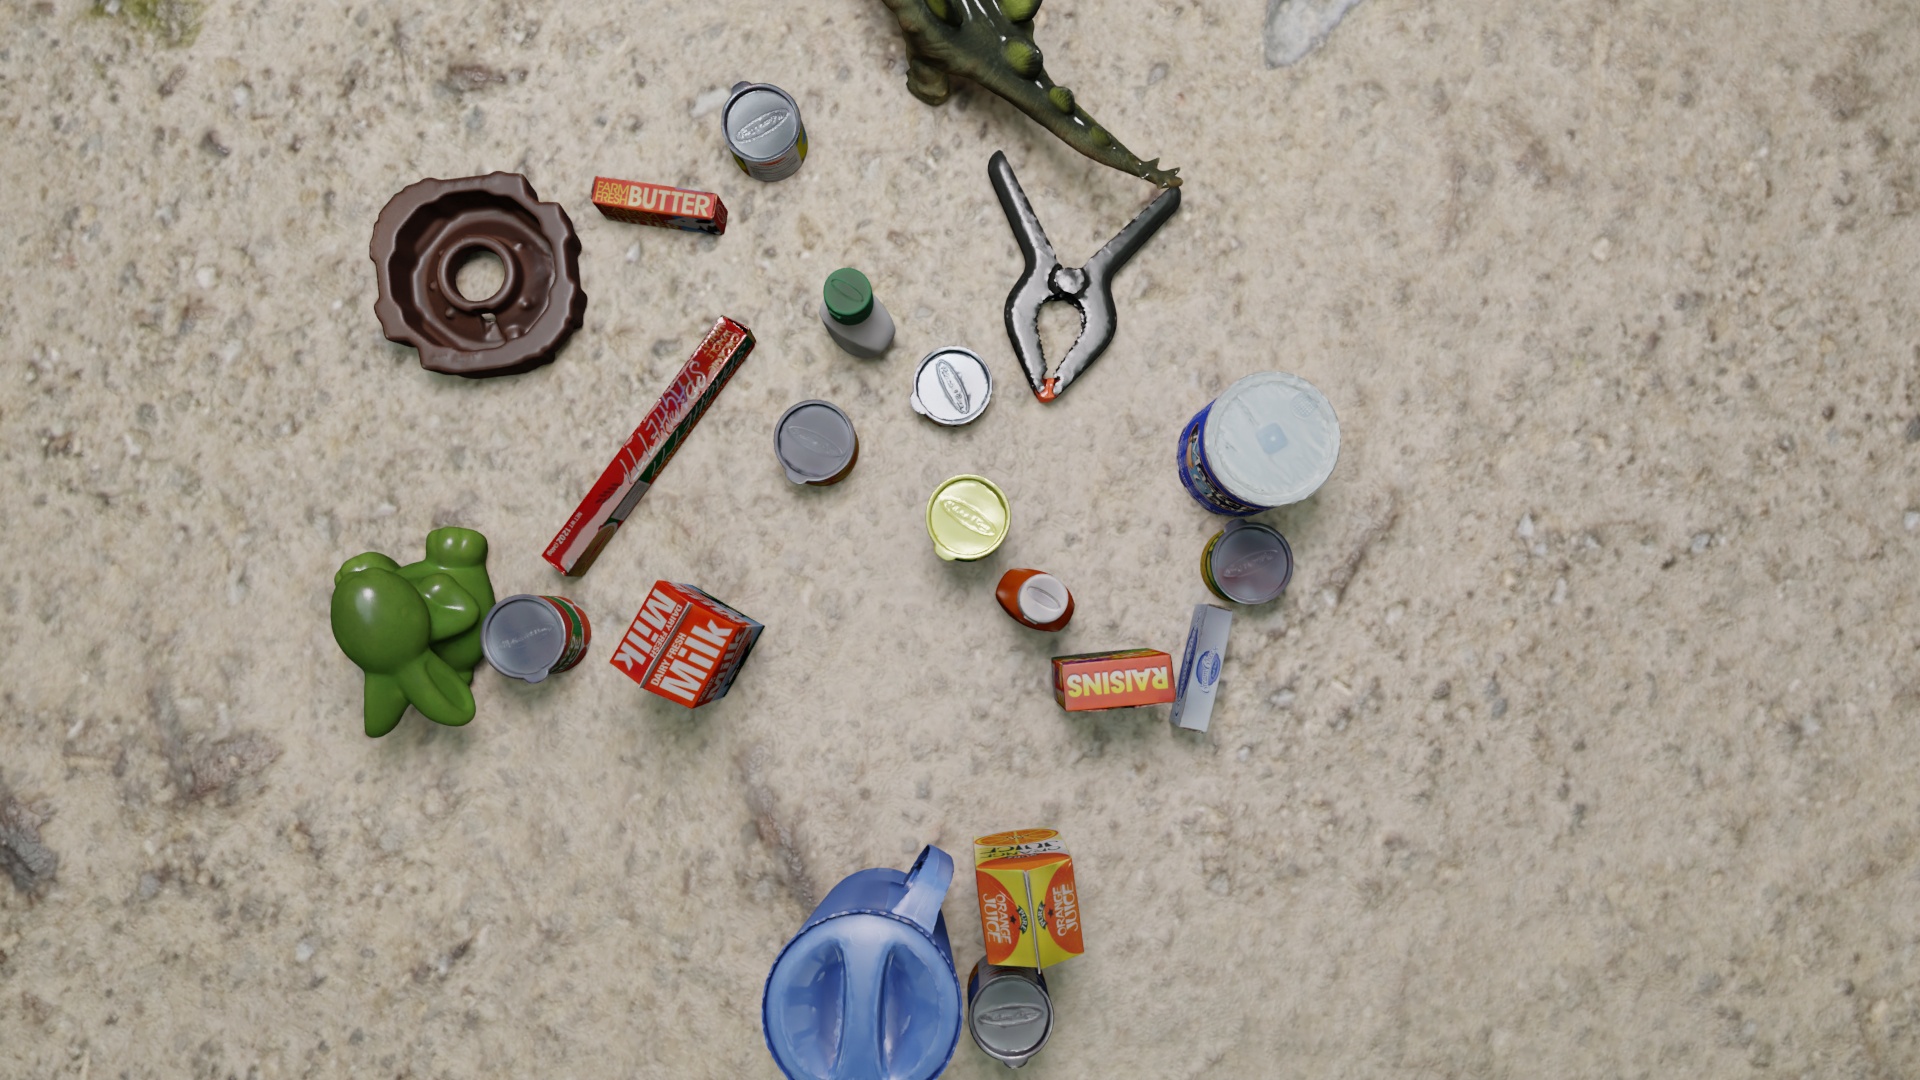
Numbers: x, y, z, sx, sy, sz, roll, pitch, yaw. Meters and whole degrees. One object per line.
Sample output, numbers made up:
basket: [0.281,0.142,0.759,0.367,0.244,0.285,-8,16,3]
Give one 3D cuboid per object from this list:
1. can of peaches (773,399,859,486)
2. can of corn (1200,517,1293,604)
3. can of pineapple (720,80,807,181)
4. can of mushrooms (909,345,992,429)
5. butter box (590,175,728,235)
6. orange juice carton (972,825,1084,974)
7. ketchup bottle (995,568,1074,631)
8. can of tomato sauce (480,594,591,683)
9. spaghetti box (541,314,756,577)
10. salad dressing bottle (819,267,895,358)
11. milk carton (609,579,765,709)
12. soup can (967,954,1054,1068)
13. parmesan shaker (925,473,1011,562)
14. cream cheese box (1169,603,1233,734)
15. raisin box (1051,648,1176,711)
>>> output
can of peaches: [-0.119,-0.077,1.144,0.071,0.058,0.071,0,87,0]
can of corn: [0.233,0.017,1.141,0.071,0.058,0.071,0,87,0]
can of pineapple: [-0.163,-0.341,1.159,0.071,0.058,0.071,0,87,0]
can of mushrooms: [-0.009,-0.126,1.160,0.071,0.033,0.071,0,87,0]
butter box: [-0.250,-0.278,1.157,0.103,0.053,0.024,8,87,0]
orange juice carton: [0.050,0.270,1.057,0.073,0.192,0.072,-7,87,-1]
ketchup bottle: [0.061,0.047,1.093,0.065,0.149,0.043,30,87,1]
can of tomato sauce: [-0.339,0.078,1.120,0.071,0.083,0.071,0,87,0]
spaghetti box: [-0.254,-0.078,1.147,0.029,0.050,0.250,36,87,1]
salad dressing bottle: [-0.084,-0.181,1.105,0.064,0.147,0.044,33,88,1]
milk carton: [-0.210,0.079,1.067,0.073,0.190,0.072,29,87,1]
soup can: [0.039,0.371,1.106,0.071,0.083,0.071,0,87,0]
parmesan shaker: [0.004,-0.014,1.119,0.071,0.103,0.071,0,87,0]
cream cheese box: [0.197,0.104,1.138,0.024,0.053,0.104,13,87,0]
raisin box: [0.118,0.110,1.102,0.086,0.123,0.040,-5,87,-1]
